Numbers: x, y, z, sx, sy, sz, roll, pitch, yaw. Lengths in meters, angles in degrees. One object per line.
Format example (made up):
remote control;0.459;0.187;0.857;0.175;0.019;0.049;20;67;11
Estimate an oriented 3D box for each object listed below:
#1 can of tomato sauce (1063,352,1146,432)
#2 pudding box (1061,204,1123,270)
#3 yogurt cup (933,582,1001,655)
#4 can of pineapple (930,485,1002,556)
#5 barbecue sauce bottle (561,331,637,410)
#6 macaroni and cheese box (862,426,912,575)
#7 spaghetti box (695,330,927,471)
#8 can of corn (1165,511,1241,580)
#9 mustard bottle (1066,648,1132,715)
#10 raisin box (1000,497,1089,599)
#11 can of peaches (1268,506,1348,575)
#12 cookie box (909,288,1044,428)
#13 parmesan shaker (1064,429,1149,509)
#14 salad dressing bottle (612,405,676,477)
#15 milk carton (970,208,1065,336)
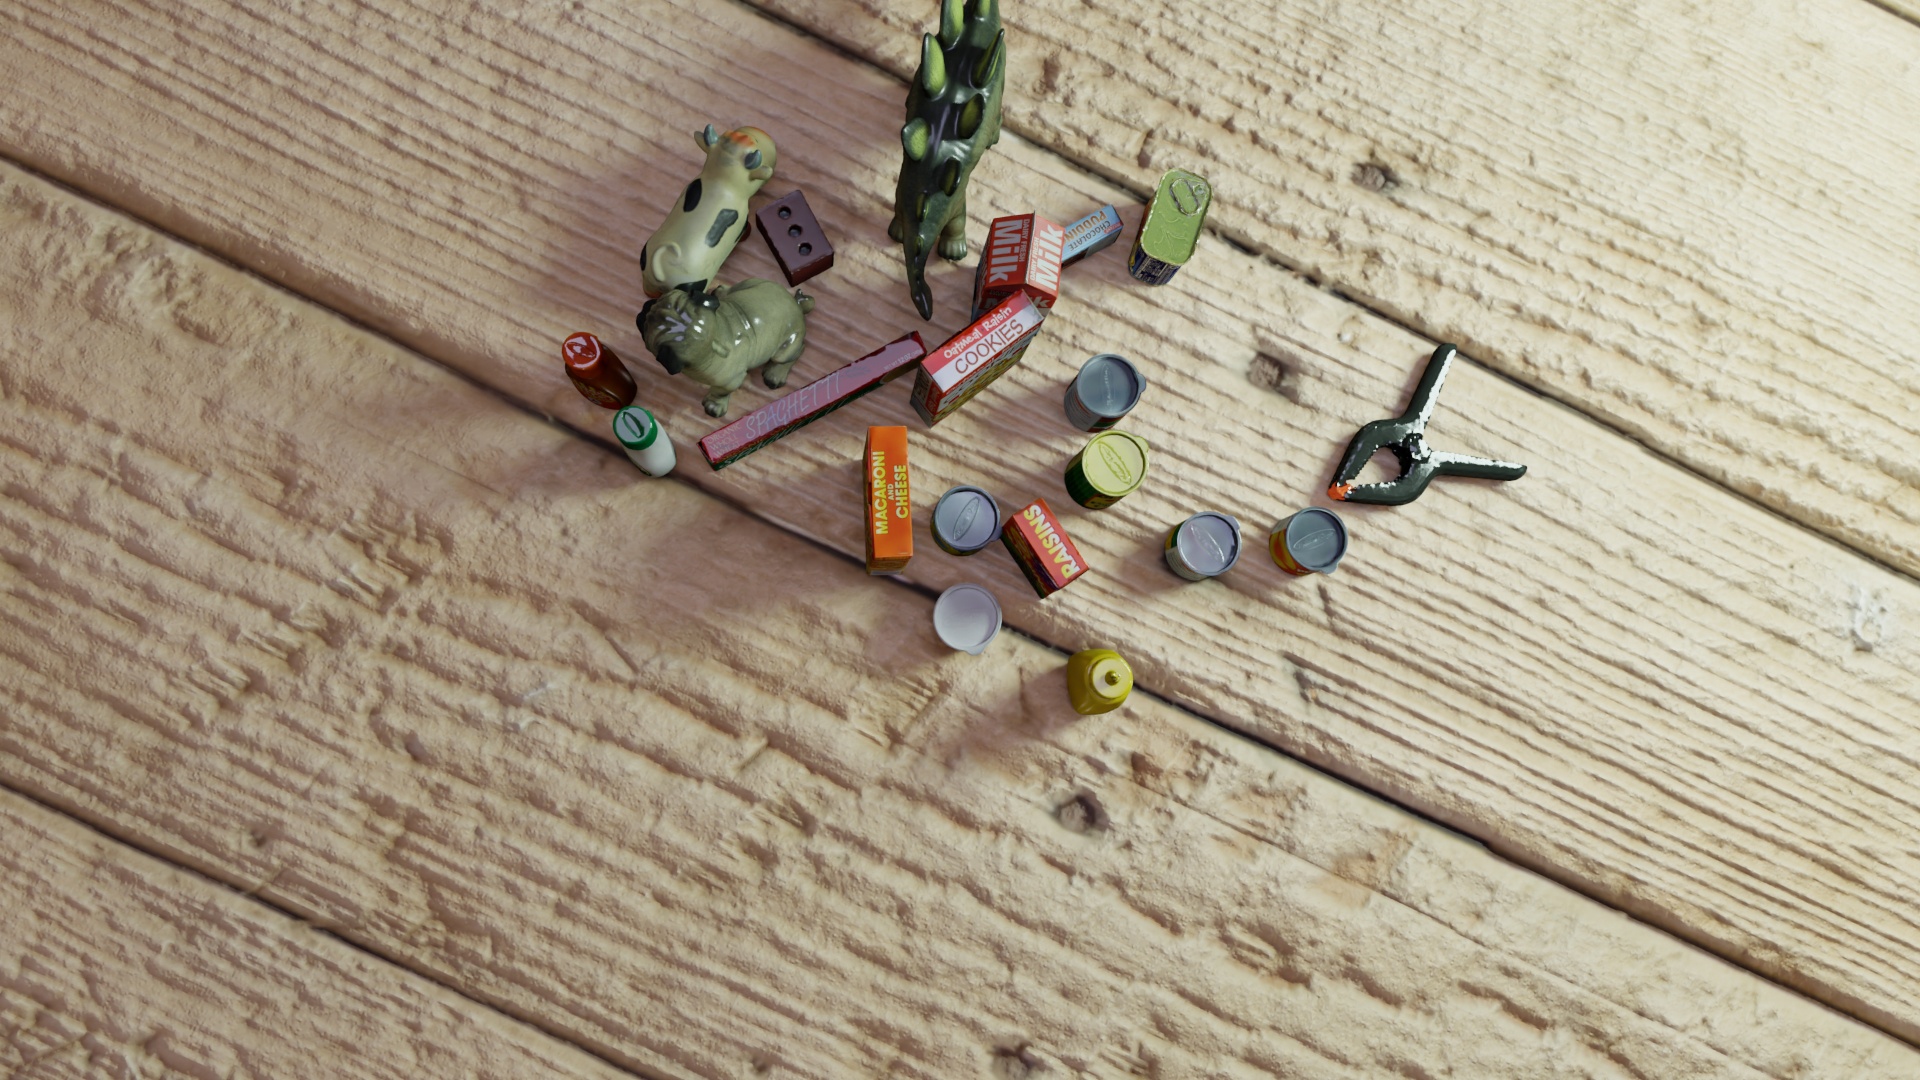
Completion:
can of tomato sauce;0.146;-0.150;1.424;0.071;0.083;0.071;1;83;-5
pudding box;0.127;-0.316;1.461;0.084;0.049;0.030;-29;86;-9
yogurt cup;0.005;0.079;1.393;0.072;0.054;0.072;1;82;-5
can of pineapple;0.005;-0.018;1.405;0.071;0.058;0.071;1;82;-5
barbecue sauce bottle;-0.354;-0.166;1.344;0.065;0.148;0.044;25;81;-2
macaroni and cheese box;-0.073;-0.034;1.344;0.040;0.166;0.124;-2;83;-6
spaghetti box;-0.149;-0.141;1.410;0.250;0.050;0.028;-28;86;-9
can of corn;0.250;0.005;1.425;0.071;0.058;0.071;1;82;-5
mustard bottle;0.137;0.136;1.345;0.049;0.160;0.065;-7;84;-6
raisin box;0.080;0.009;1.375;0.040;0.123;0.086;-33;87;-8
can of peaches;0.360;0.004;1.436;0.071;0.058;0.071;1;82;-5
cookie box;0.012;-0.178;1.372;0.123;0.167;0.040;-38;88;-9
parmesan shaker;0.148;-0.071;1.403;0.071;0.103;0.071;1;83;-5
salad dressing bottle;-0.306;-0.098;1.340;0.044;0.147;0.064;-35;87;-9
milk carton;0.057;-0.264;1.376;0.073;0.190;0.072;7;82;-4
